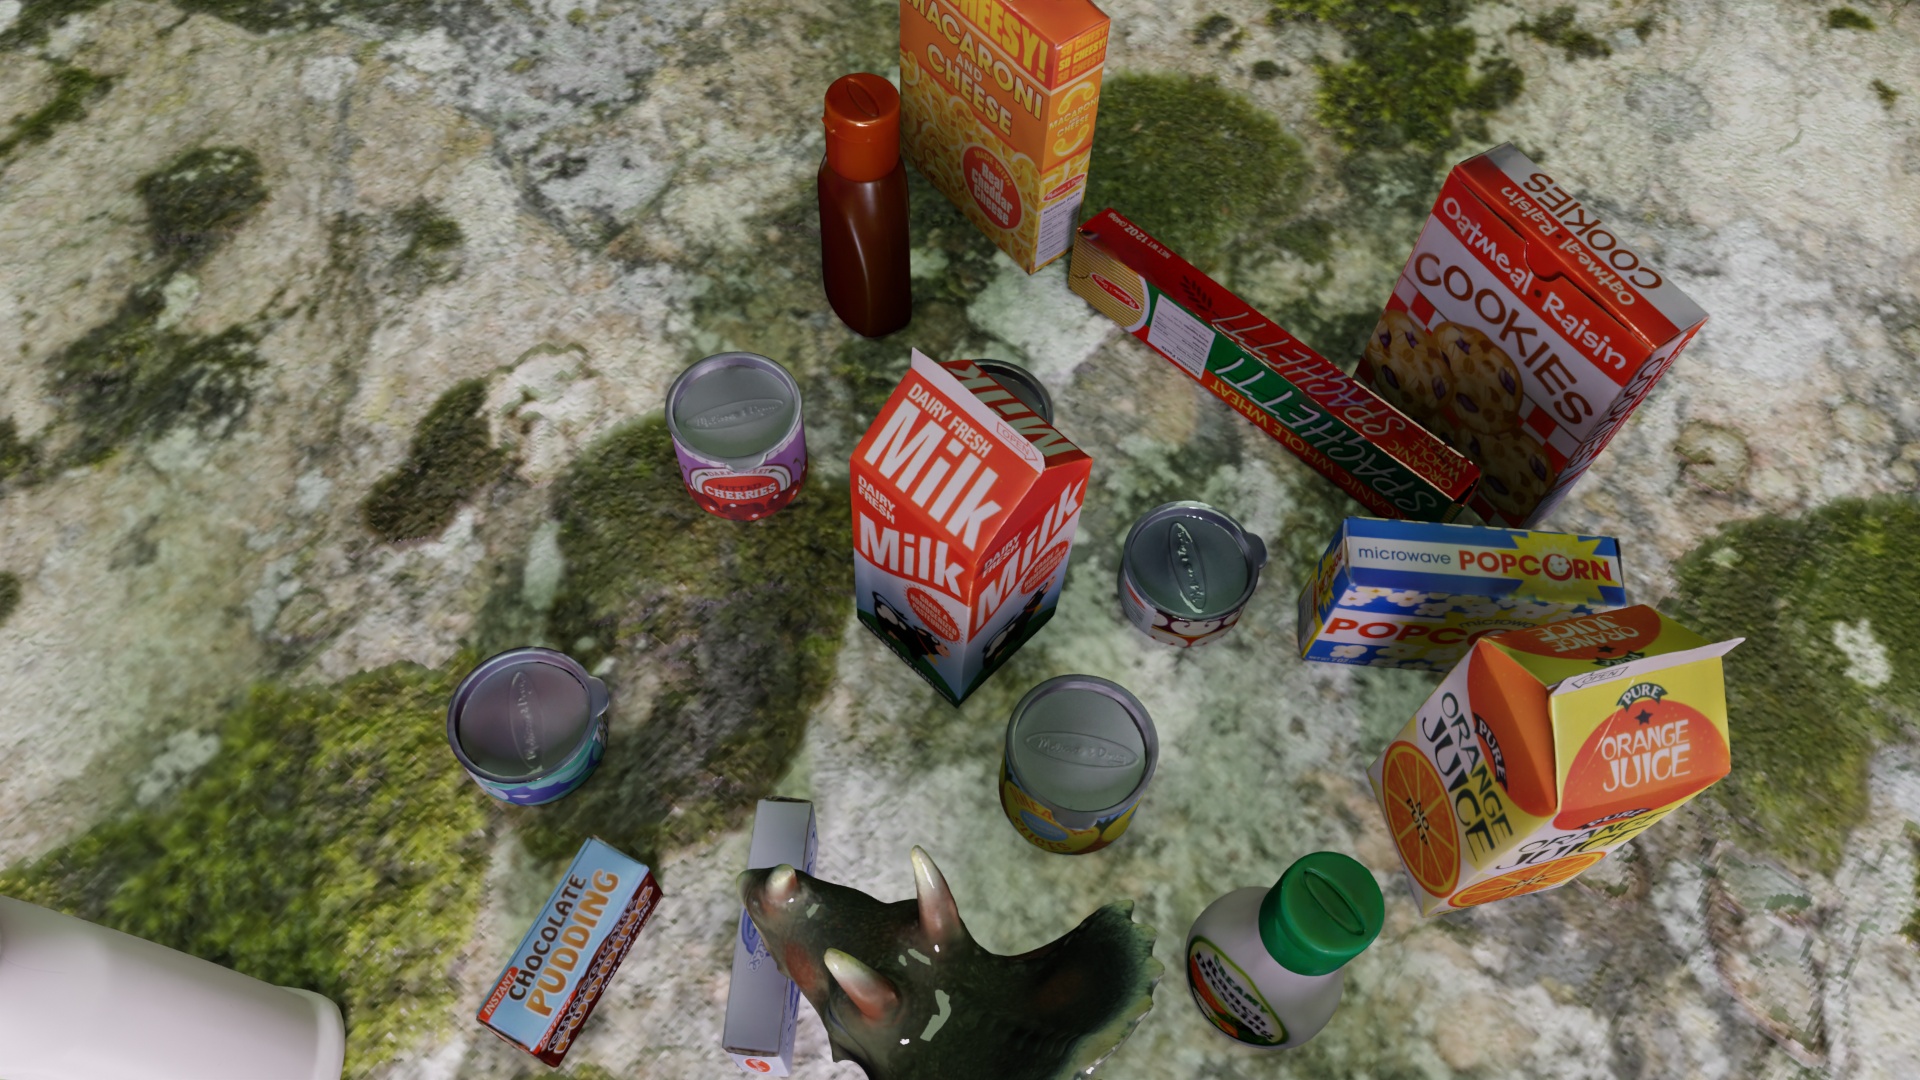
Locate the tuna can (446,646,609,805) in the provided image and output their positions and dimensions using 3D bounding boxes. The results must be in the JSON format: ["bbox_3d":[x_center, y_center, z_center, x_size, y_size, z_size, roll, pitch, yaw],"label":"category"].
[{"bbox_3d":[-0.193,0.084,0.632,0.071,0.032,0.071,1,60,-2],"label":"tuna can"}]

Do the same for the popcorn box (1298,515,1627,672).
[{"bbox_3d":[0.232,0.028,0.654,0.127,0.084,0.038,5,60,0],"label":"popcorn box"}]

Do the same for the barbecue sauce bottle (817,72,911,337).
[{"bbox_3d":[-0.050,-0.173,0.720,0.044,0.147,0.065,-24,64,-15],"label":"barbecue sauce bottle"}]

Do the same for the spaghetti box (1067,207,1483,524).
[{"bbox_3d":[0.161,-0.088,0.738,0.250,0.050,0.029,40,66,18],"label":"spaghetti box"}]

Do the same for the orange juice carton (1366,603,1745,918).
[{"bbox_3d":[0.236,0.086,0.559,0.072,0.191,0.073,-10,61,-8],"label":"orange juice carton"}]

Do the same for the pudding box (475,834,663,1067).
[{"bbox_3d":[-0.160,0.170,0.575,0.030,0.049,0.084,24,62,11],"label":"pudding box"}]

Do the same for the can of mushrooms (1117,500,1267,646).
[{"bbox_3d":[0.114,0.017,0.685,0.071,0.033,0.071,1,60,-2],"label":"can of mushrooms"}]

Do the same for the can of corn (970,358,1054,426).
[{"bbox_3d":[0.010,-0.047,0.702,0.071,0.058,0.071,1,60,-2],"label":"can of corn"}]

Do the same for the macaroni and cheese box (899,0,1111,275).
[{"bbox_3d":[0.018,-0.244,0.753,0.040,0.165,0.124,-35,68,-20],"label":"macaroni and cheese box"}]

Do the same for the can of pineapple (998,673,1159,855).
[{"bbox_3d":[0.050,0.102,0.619,0.071,0.057,0.071,1,60,-2],"label":"can of pineapple"}]

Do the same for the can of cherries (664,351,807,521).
[{"bbox_3d":[-0.111,-0.049,0.698,0.071,0.058,0.072,1,60,-2],"label":"can of cherries"}]

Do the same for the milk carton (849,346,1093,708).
[{"bbox_3d":[0.002,-0.008,0.603,0.072,0.189,0.074,40,66,18],"label":"milk carton"}]

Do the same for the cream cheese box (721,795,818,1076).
[{"bbox_3d":[-0.078,0.165,0.579,0.024,0.053,0.104,5,60,0],"label":"cream cheese box"}]

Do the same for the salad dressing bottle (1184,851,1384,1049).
[{"bbox_3d":[0.125,0.158,0.539,0.044,0.147,0.064,-34,67,-19],"label":"salad dressing bottle"}]

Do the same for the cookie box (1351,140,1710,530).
[{"bbox_3d":[0.266,-0.091,0.677,0.040,0.166,0.123,-30,66,-18],"label":"cookie box"}]
